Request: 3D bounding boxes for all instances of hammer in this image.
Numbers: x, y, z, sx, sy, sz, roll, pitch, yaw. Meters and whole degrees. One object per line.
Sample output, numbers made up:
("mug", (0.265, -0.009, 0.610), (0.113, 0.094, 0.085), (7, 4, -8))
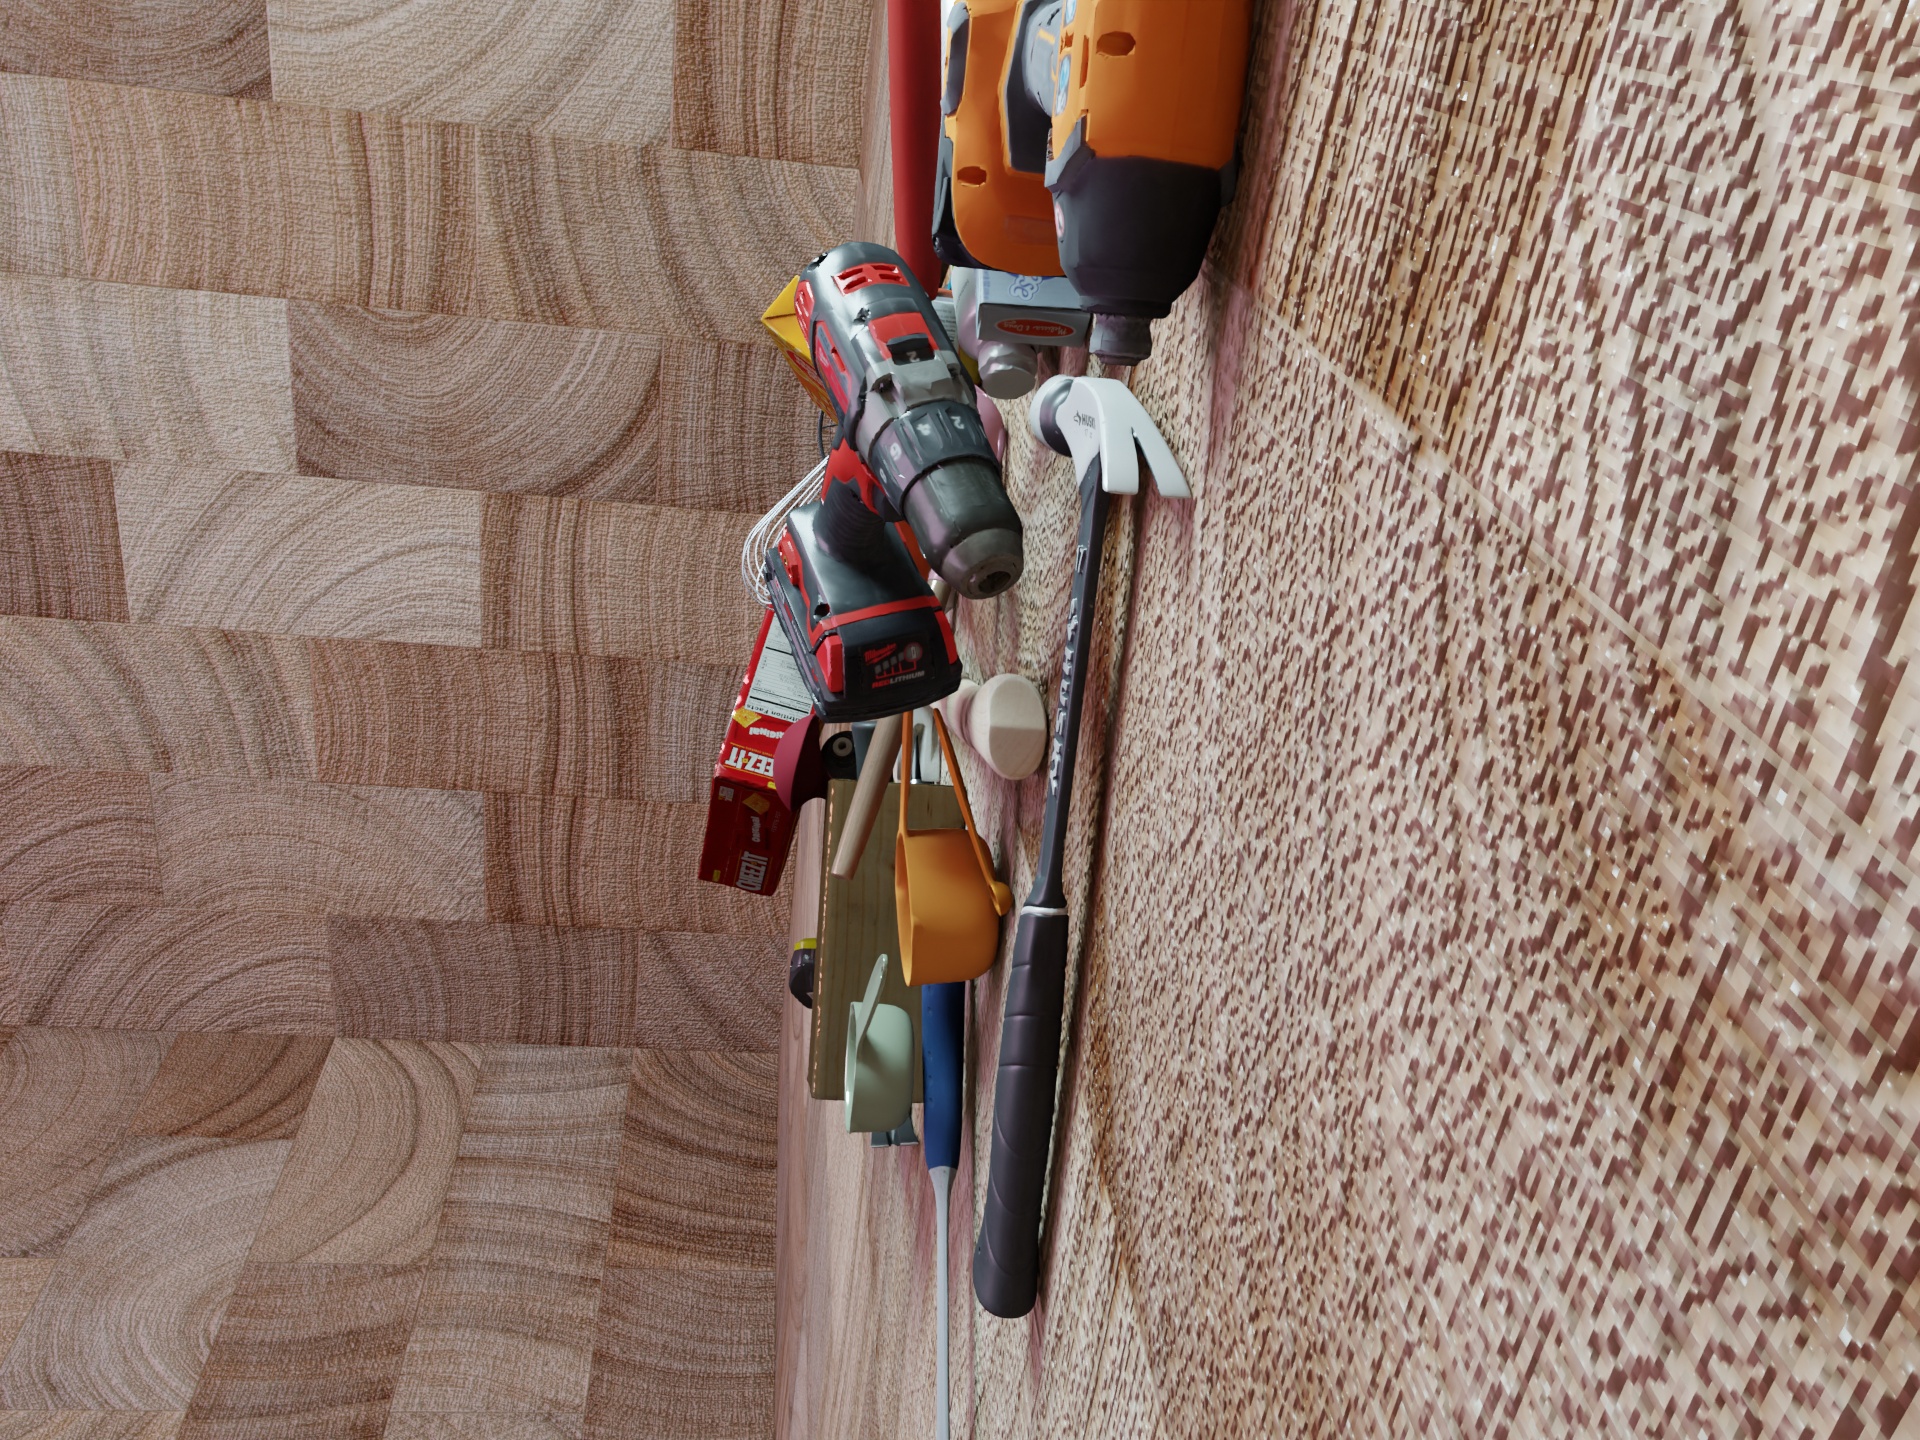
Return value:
("hammer", (-0.008, 0.264, 0.899), (0.144, 0.035, 0.406), (108, 164, -62))
("hammer", (-0.002, -0.003, 0.981), (0.411, 0.038, 0.146), (-136, 49, -79))
("hammer", (-0.058, 0.158, 1.178), (0.146, 0.035, 0.334), (-111, 19, -71))
("hammer", (0.040, 0.066, 0.667), (0.149, 0.036, 0.408), (-117, 32, -73))
("hammer", (-0.020, -0.251, 0.781), (0.358, 0.036, 0.149), (91, 167, -50))

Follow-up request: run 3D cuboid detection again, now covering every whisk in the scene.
("whisk", (-0.071, -0.204, 1.177), (0.284, 0.070, 0.070), (-58, 7, -4))

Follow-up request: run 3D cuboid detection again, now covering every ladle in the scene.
("ladle", (-0.085, 0.062, 1.205), (0.315, 0.031, 0.069), (51, -128, -69))

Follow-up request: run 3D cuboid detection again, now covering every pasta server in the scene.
("pasta server", (-0.028, -0.058, 0.944), (0.060, 0.040, 0.316), (81, -154, -74))

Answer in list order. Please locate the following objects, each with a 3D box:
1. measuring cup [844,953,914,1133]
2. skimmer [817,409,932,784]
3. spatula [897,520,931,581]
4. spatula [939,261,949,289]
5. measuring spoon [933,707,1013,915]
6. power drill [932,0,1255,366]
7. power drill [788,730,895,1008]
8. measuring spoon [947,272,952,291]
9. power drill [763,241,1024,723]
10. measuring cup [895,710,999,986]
("measuring cup", (-0.040, 0.179, 0.910), (0.167, 0.038, 0.083), (106, 166, -51))
("skimmer", (-0.064, -0.110, 1.273), (0.127, 0.090, 0.364), (-32, 50, 44))
("spatula", (-0.036, -0.107, 1.069), (0.322, 0.041, 0.081), (-66, -26, -81))
("spatula", (-0.045, -0.280, 1.228), (0.060, 0.018, 0.315), (51, 127, 43))
("measuring spoon", (0.007, 0.048, 0.850), (0.021, 0.011, 0.117), (132, 120, -81))
("power drill", (0.046, -0.219, 0.604), (0.227, 0.084, 0.164), (-130, 44, -73))
("power drill", (-0.095, 0.127, 1.356), (0.171, 0.080, 0.223), (77, -166, -70))
("measuring spoon", (0.020, -0.328, 1.069), (0.128, 0.021, 0.042), (137, 150, -65))
("power drill", (-0.032, -0.089, 0.768), (0.226, 0.080, 0.188), (105, 146, -55))
("measuring cup", (-0.007, 0.062, 0.888), (0.095, 0.052, 0.173), (-135, 45, -79))
